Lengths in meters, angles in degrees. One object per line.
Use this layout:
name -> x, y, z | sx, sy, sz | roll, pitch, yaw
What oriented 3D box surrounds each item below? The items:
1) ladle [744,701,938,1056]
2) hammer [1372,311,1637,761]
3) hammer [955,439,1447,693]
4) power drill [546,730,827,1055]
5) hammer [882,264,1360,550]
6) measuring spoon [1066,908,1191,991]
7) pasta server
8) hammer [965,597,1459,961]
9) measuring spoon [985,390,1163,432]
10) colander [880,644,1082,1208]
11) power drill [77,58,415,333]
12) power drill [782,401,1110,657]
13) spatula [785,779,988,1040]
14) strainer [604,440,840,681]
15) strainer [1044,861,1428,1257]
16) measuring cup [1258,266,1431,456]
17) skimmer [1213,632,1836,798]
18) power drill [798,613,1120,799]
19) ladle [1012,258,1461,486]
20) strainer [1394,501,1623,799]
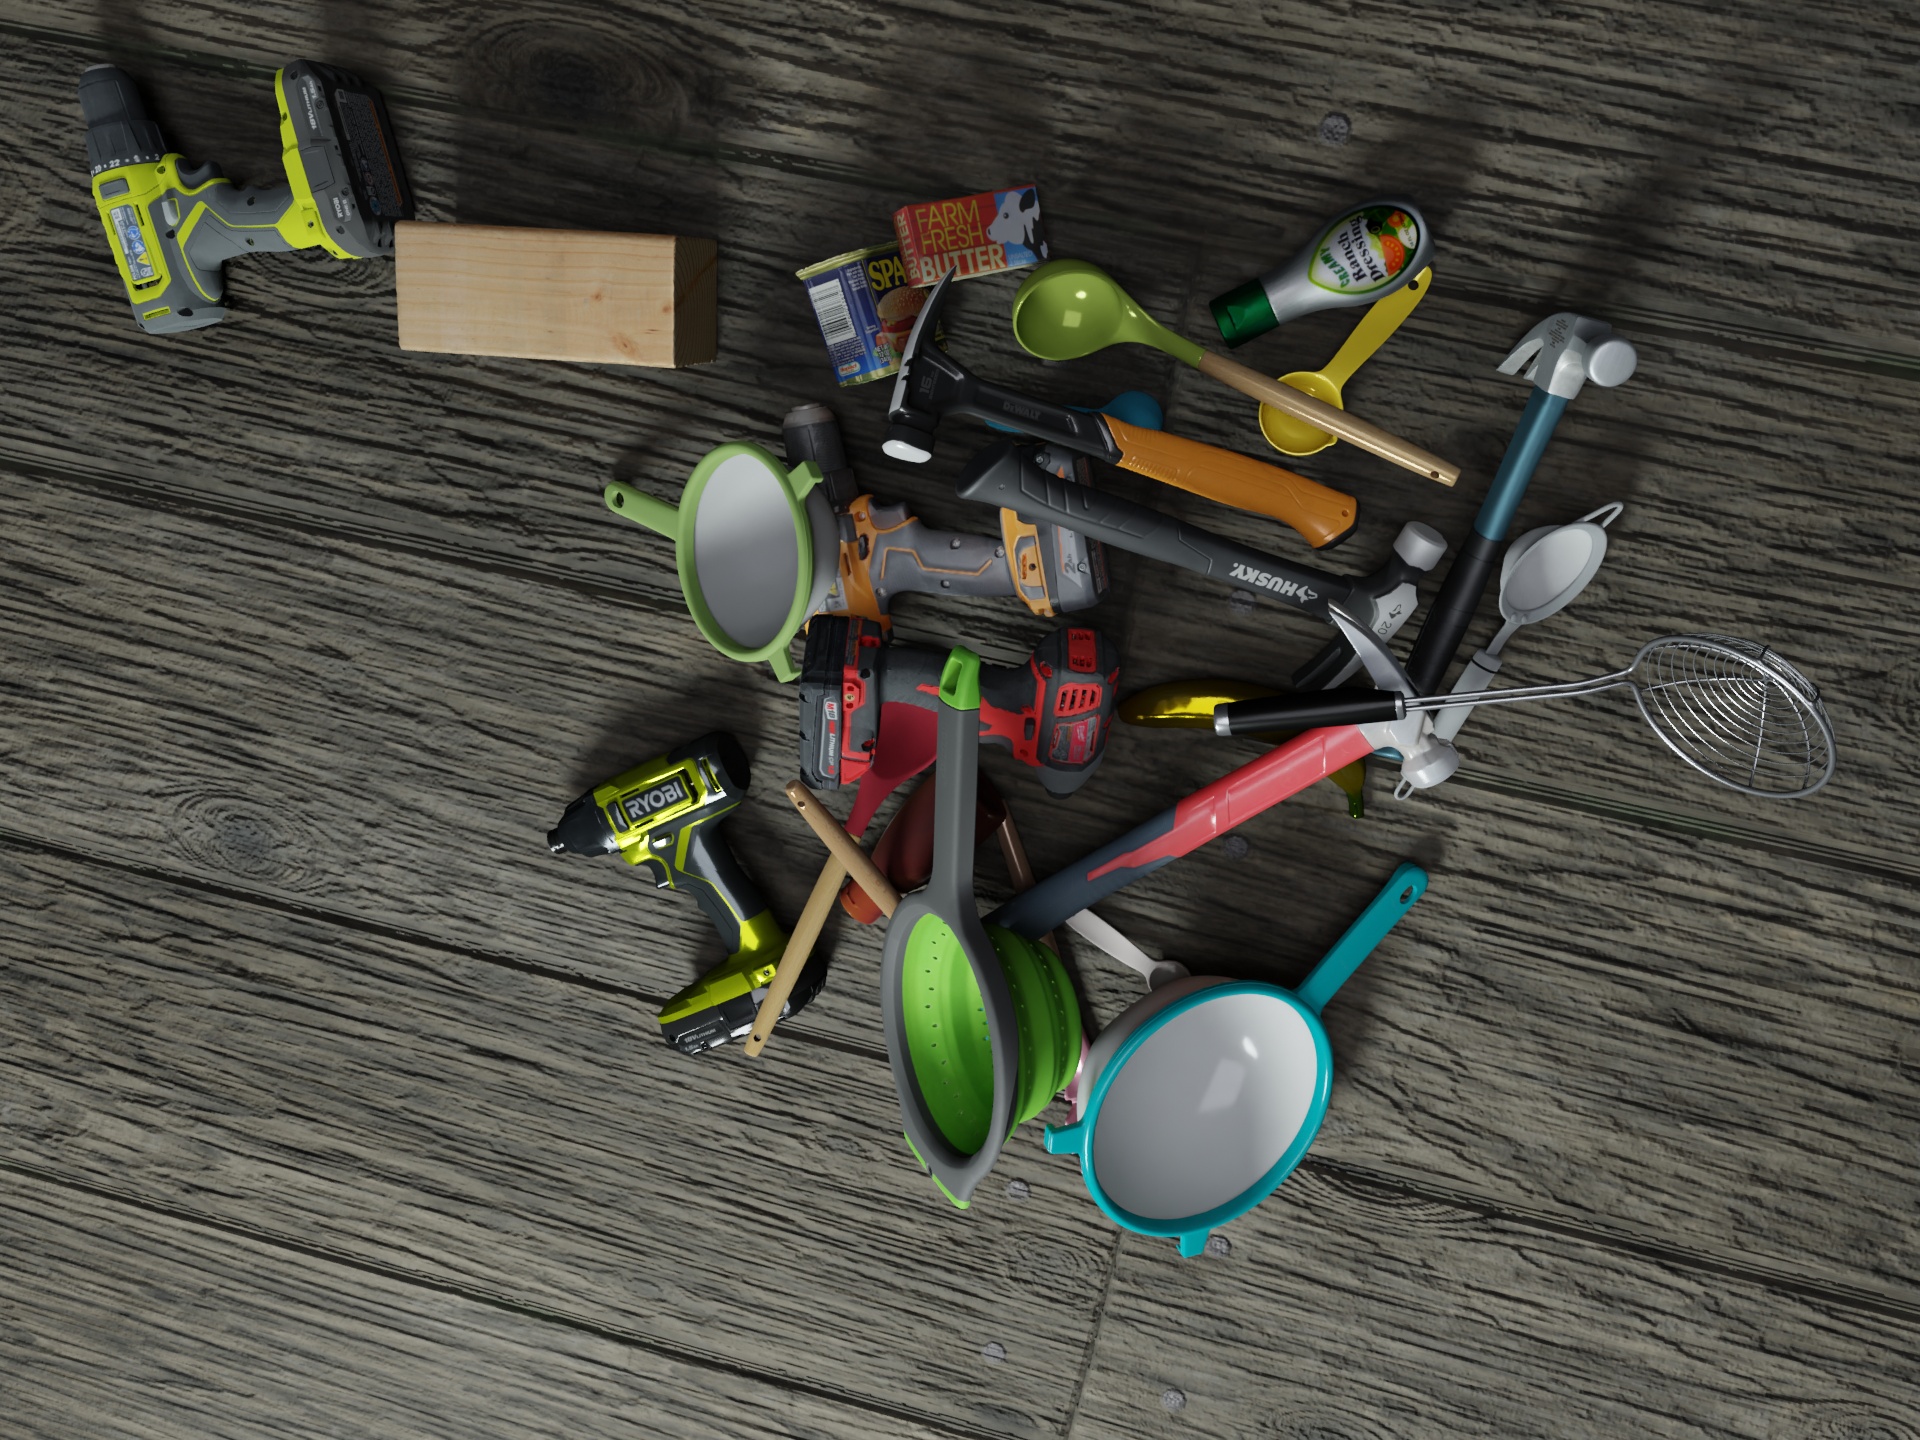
ladle -> -0.091, 0.109, 1.202 | 0.069, 0.031, 0.315 | 25, 89, 3
hammer -> 0.349, -0.113, 1.069 | 0.033, 0.128, 0.330 | 14, 117, -7
hammer -> 0.152, -0.111, 1.063 | 0.334, 0.035, 0.146 | 16, 122, -20
power drill -> -0.215, 0.140, 1.254 | 0.171, 0.080, 0.223 | -24, 95, 15
hammer -> 0.120, -0.190, 1.069 | 0.336, 0.034, 0.127 | 16, 83, -15
measuring spoon -> 0.126, 0.173, 1.231 | 0.124, 0.018, 0.034 | 35, 111, 7
pasta server -> 0.077, 0.210, 1.235 | 0.060, 0.040, 0.316 | -18, 99, 6
hammer -> 0.148, 0.066, 1.139 | 0.386, 0.038, 0.143 | -32, 101, 22
measuring spoon -> 0.079, -0.213, 1.131 | 0.128, 0.021, 0.042 | 3, 105, 9
colander -> 0.026, 0.139, 1.108 | 0.094, 0.205, 0.397 | -6, 110, -25
power drill -> -0.536, -0.404, 1.171 | 0.228, 0.080, 0.190 | -10, 103, 16
power drill -> -0.019, -0.148, 1.141 | 0.226, 0.084, 0.185 | -7, 101, 17
spatula -> -0.042, 0.156, 1.203 | 0.082, 0.044, 0.317 | -24, 127, 18
strainer -> -0.164, -0.135, 1.141 | 0.257, 0.069, 0.151 | 26, 115, 43
strainer -> 0.208, 0.222, 1.189 | 0.340, 0.095, 0.210 | -48, 121, -3
measuring cup -> 0.266, -0.247, 1.092 | 0.062, 0.029, 0.156 | 42, 96, 5
skimmer -> 0.340, 0.007, 1.000 | 0.363, 0.090, 0.127 | -5, 140, 18
power drill -> -0.002, -0.004, 1.131 | 0.219, 0.079, 0.143 | 3, 134, -1
ladle -> 0.181, -0.224, 1.066 | 0.320, 0.062, 0.078 | 28, 145, 12
strainer -> 0.370, -0.050, 1.111 | 0.086, 0.050, 0.258 | 8, 119, -37
